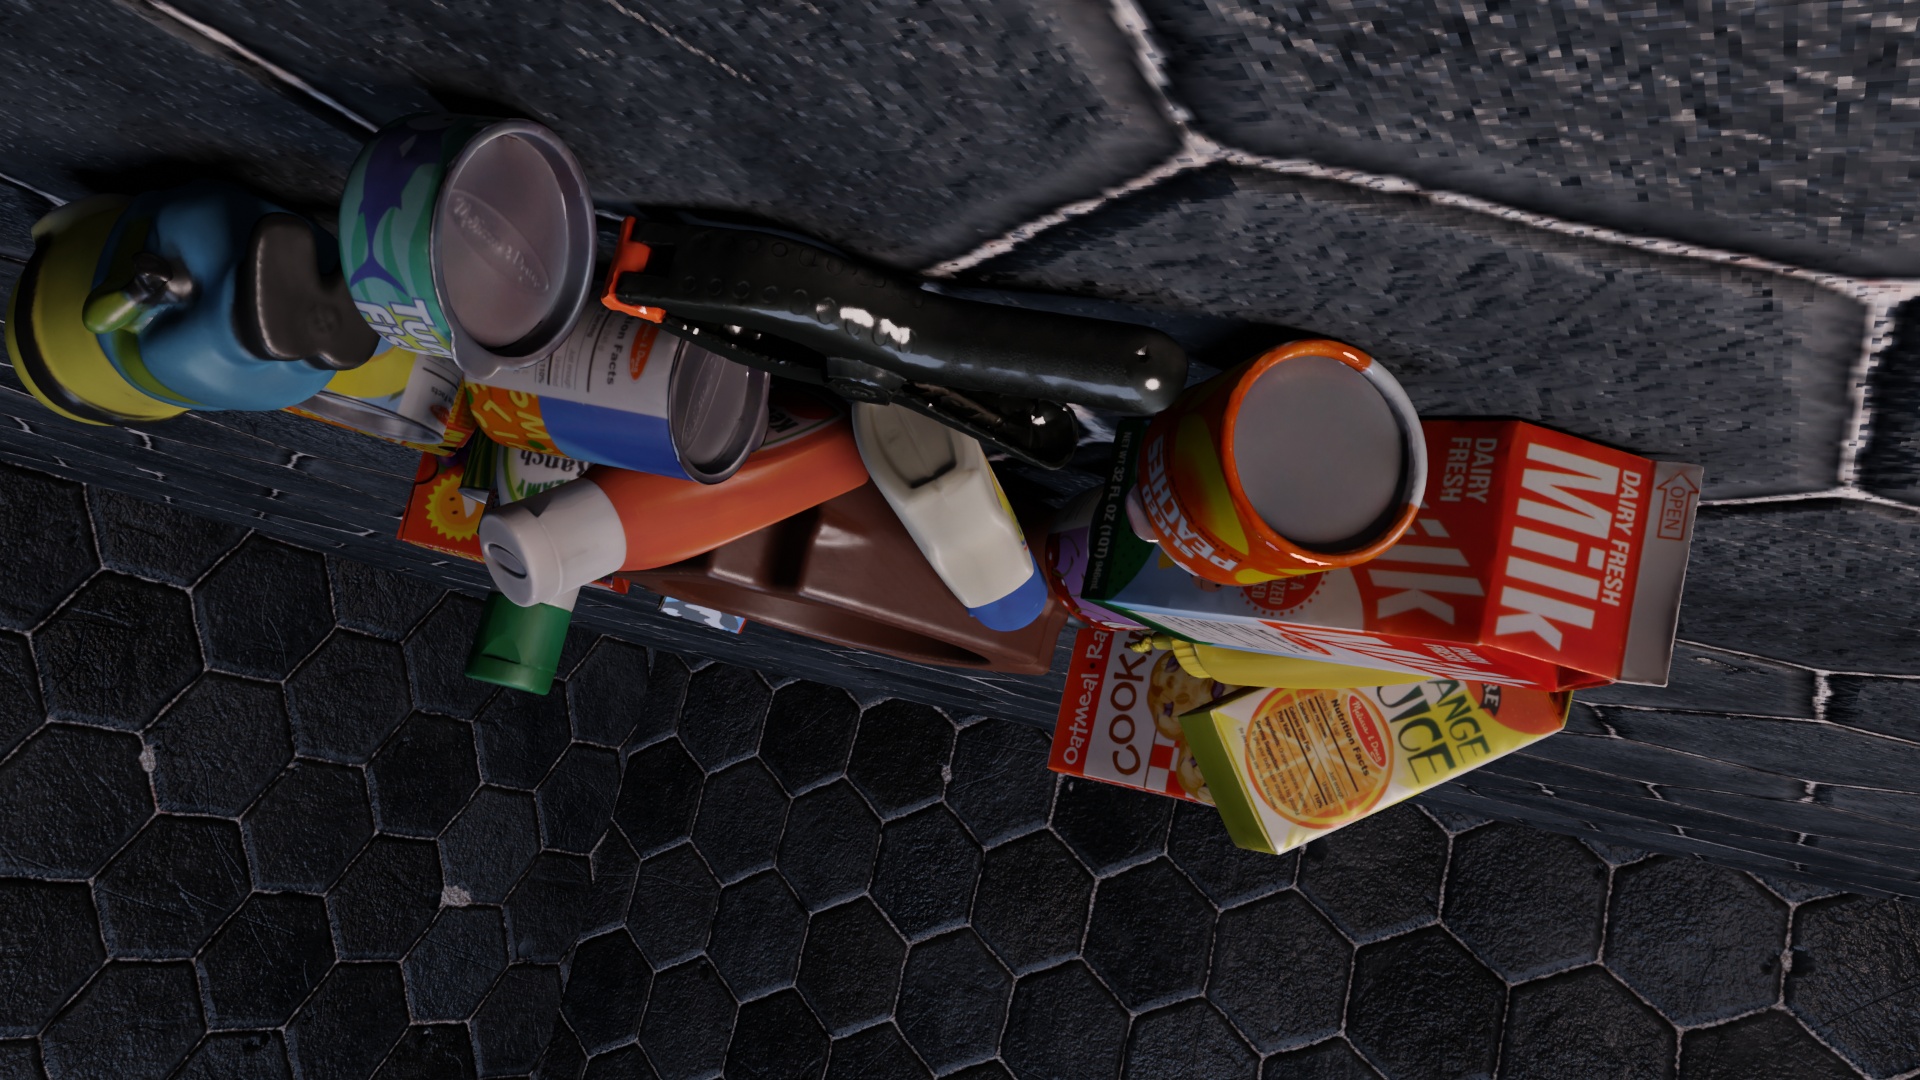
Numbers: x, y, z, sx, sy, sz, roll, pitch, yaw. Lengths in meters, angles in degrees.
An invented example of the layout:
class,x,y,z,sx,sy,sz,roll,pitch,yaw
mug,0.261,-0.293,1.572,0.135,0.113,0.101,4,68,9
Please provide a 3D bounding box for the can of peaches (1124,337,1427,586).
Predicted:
class,x,y,z,sx,sy,sz,roll,pitch,yaw
can of peaches,0.091,-0.021,0.409,0.071,0.071,0.058,16,169,-14

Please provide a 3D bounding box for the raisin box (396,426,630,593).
class,x,y,z,sx,sy,sz,roll,pitch,yaw
raisin box,-0.241,-0.025,0.784,0.123,0.086,0.040,13,171,2

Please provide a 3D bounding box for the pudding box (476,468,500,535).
class,x,y,z,sx,sy,sz,roll,pitch,yaw
pudding box,-0.196,-0.034,0.677,0.030,0.084,0.049,8,169,41

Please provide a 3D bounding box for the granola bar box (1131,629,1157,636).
class,x,y,z,sx,sy,sz,roll,pitch,yaw
granola bar box,0.128,0.027,0.720,0.124,0.039,0.165,13,171,1

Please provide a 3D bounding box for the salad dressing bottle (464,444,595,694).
class,x,y,z,sx,sy,sz,roll,pitch,yaw
salad dressing bottle,-0.177,-0.008,0.607,0.064,0.148,0.044,13,170,2

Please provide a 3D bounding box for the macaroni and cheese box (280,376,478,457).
class,x,y,z,sx,sy,sz,roll,pitch,yaw
macaroni and cheese box,-0.321,-0.086,0.677,0.166,0.040,0.123,18,170,-23

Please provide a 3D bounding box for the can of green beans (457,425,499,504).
class,x,y,z,sx,sy,sz,roll,pitch,yaw
can of green beans,-0.222,-0.044,0.730,0.071,0.058,0.071,13,170,2

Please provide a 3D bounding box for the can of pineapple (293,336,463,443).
class,x,y,z,sx,sy,sz,roll,pitch,yaw
can of pineapple,-0.237,-0.077,0.562,0.071,0.058,0.071,13,170,3

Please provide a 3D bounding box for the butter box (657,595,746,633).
class,x,y,z,sx,sy,sz,roll,pitch,yaw
butter box,-0.139,0.008,0.830,0.053,0.024,0.103,18,125,-19

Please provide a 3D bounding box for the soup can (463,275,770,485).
class,x,y,z,sx,sy,sz,roll,pitch,yaw
soup can,-0.118,-0.057,0.487,0.084,0.071,0.071,10,170,19

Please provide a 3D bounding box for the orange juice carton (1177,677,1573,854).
class,x,y,z,sx,sy,sz,roll,pitch,yaw
orange juice carton,0.211,0.079,0.667,0.193,0.073,0.071,-22,172,-8

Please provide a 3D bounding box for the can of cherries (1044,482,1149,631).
class,x,y,z,sx,sy,sz,roll,pitch,yaw
can of cherries,0.076,0.008,0.586,0.071,0.071,0.058,16,170,-14

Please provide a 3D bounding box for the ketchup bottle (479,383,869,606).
class,x,y,z,sx,sy,sz,roll,pitch,yaw
ketchup bottle,-0.106,-0.018,0.528,0.065,0.043,0.149,21,-145,39

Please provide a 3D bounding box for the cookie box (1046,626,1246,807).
class,x,y,z,sx,sy,sz,roll,pitch,yaw
cookie box,0.142,0.096,0.843,0.167,0.123,0.040,6,166,37

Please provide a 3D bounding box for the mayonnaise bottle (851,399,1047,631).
class,x,y,z,sx,sy,sz,roll,pitch,yaw
mayonnaise bottle,0.002,-0.007,0.557,0.041,0.065,0.147,-29,150,2

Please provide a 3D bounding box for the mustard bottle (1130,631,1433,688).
class,x,y,z,sx,sy,sz,roll,pitch,yaw
mustard bottle,0.141,0.033,0.594,0.160,0.065,0.049,-13,155,41

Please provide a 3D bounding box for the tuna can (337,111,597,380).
class,x,y,z,sx,sy,sz,roll,pitch,yaw
tuna can,-0.132,-0.078,0.373,0.033,0.071,0.071,11,170,20

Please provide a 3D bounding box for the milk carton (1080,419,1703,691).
class,x,y,z,sx,sy,sz,roll,pitch,yaw
milk carton,0.143,0.003,0.471,0.190,0.072,0.073,6,168,43
